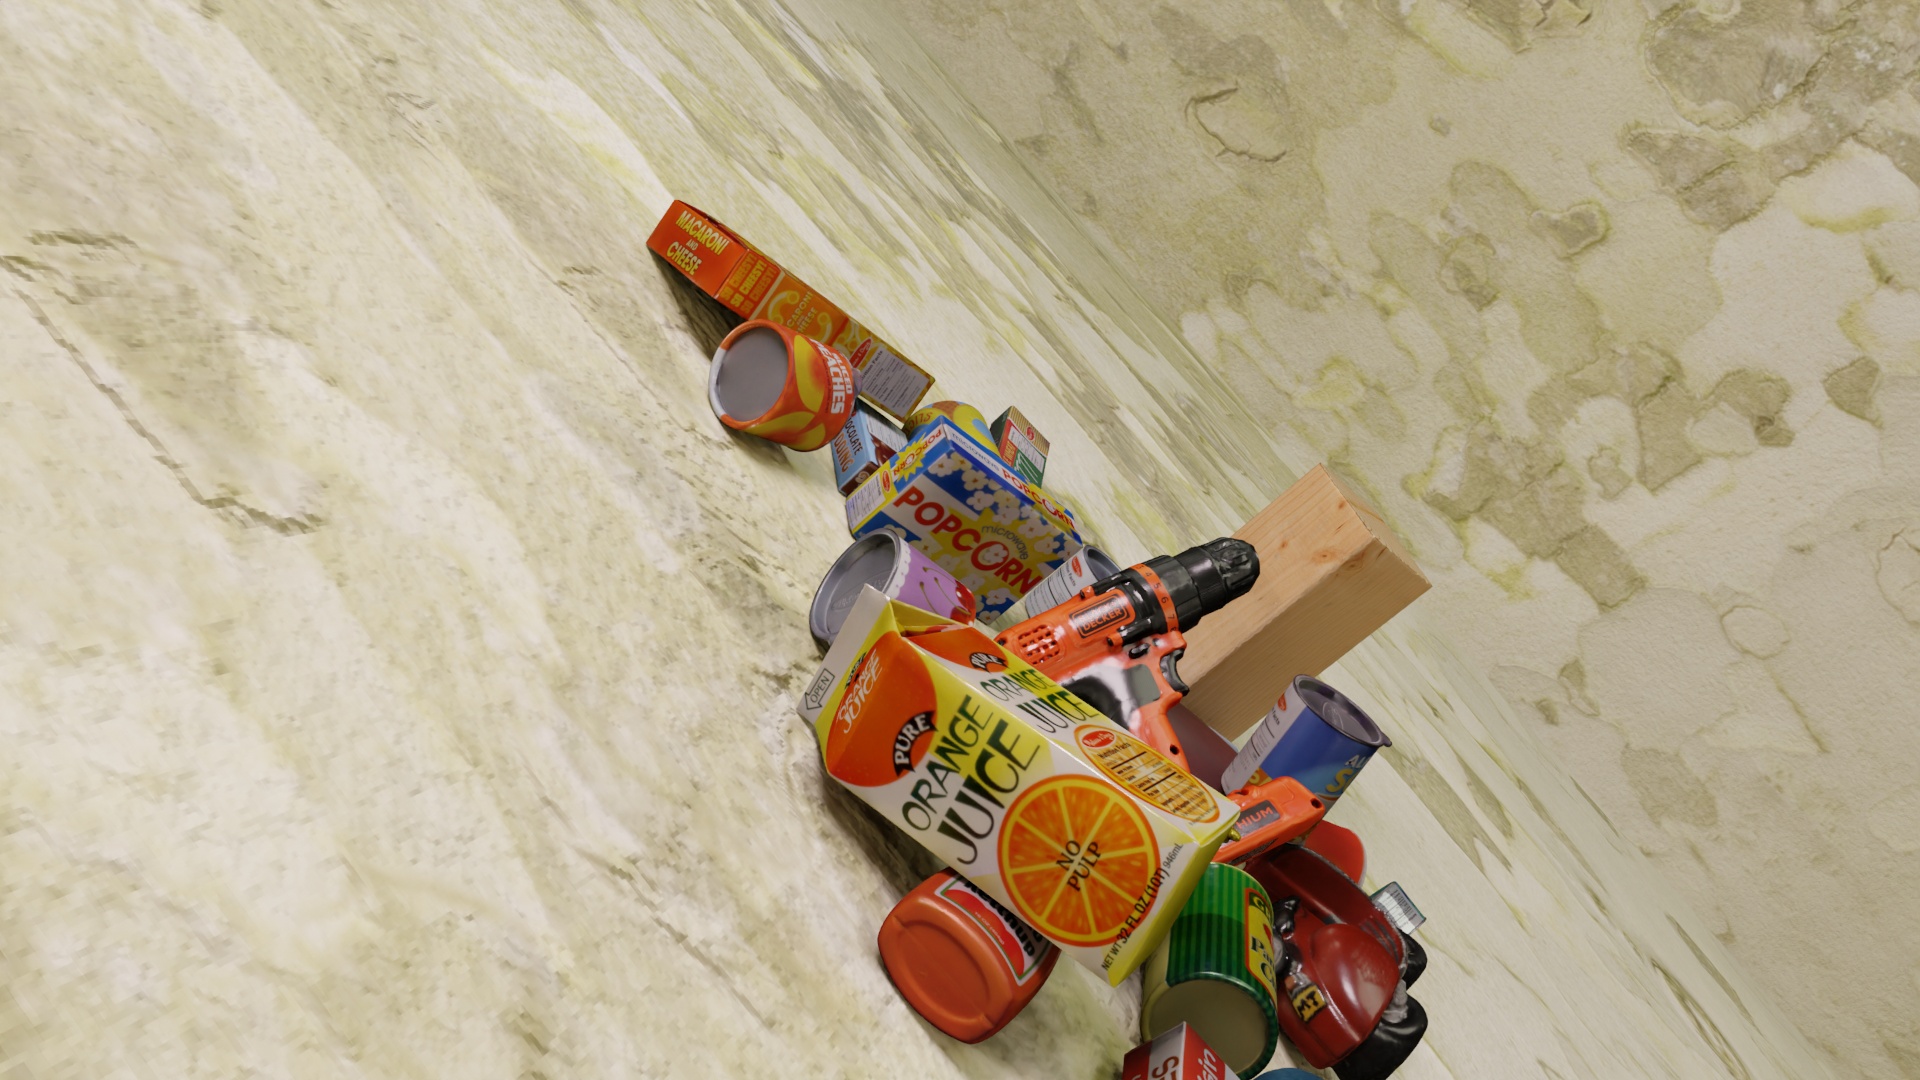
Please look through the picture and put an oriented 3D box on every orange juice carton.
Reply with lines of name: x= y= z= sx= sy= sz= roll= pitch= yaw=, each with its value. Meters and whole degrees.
orange juice carton: x=0.016 y=0.097 z=0.601 sx=0.193 sy=0.071 sz=0.073 roll=33 pitch=13 yaw=21

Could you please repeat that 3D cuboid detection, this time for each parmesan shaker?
parmesan shaker: x=0.127 y=0.221 z=0.705 sx=0.071 sy=0.071 sz=0.103 roll=46 pitch=19 yaw=-5

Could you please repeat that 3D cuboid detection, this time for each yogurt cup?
yogurt cup: x=0.234 y=0.218 z=0.947 sx=0.054 sy=0.072 sz=0.073 roll=31 pitch=23 yaw=-21

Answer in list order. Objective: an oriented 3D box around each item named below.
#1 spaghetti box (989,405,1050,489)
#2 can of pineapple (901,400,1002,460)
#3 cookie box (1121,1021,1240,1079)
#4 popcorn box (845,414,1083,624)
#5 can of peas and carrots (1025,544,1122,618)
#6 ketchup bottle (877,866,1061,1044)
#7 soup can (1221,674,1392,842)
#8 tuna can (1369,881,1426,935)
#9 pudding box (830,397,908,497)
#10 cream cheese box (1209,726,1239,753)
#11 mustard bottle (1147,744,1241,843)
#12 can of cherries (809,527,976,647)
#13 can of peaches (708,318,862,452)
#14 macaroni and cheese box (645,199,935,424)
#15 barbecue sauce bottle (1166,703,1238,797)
spaghetti box: x=0.039 y=-0.052 z=1.105 sx=0.050 sy=0.028 sz=0.251 roll=45 pitch=19 yaw=-10
can of pineapple: x=-0.007 y=-0.055 z=0.953 sx=0.071 sy=0.071 sz=0.058 roll=34 pitch=23 yaw=-36
cookie box: x=0.131 y=0.306 z=0.584 sx=0.167 sy=0.040 sz=0.123 roll=47 pitch=19 yaw=-5
popcorn box: x=0.003 y=-0.011 z=0.858 sx=0.126 sy=0.085 sz=0.038 roll=35 pitch=23 yaw=-35
can of peas and carrots: x=0.090 y=0.048 z=0.972 sx=0.071 sy=0.058 sz=0.071 roll=42 pitch=20 yaw=-19
ketchup bottle: x=0.020 y=0.165 z=0.611 sx=0.065 sy=0.043 sz=0.149 roll=45 pitch=17 yaw=14
soup can: x=0.216 y=0.139 z=0.871 sx=0.071 sy=0.083 sz=0.071 roll=28 pitch=20 yaw=-11
tuna can: x=0.282 y=0.266 z=0.954 sx=0.033 sy=0.071 sz=0.071 roll=54 pitch=19 yaw=18
pudding box: x=-0.056 y=-0.052 z=0.896 sx=0.049 sy=0.030 sz=0.084 roll=37 pitch=22 yaw=-32
cream cheese box: x=0.167 y=0.149 z=0.994 sx=0.103 sy=0.024 sz=0.053 roll=37 pitch=22 yaw=-28
mustard bottle: x=0.059 y=0.115 z=0.674 sx=0.160 sy=0.065 sz=0.049 roll=21 pitch=7 yaw=16
can of cherries: x=-0.035 y=0.039 z=0.713 sx=0.058 sy=0.071 sz=0.072 roll=39 pitch=21 yaw=-29
can of peaches: x=-0.102 y=-0.091 z=0.809 sx=0.058 sy=0.071 sz=0.071 roll=18 pitch=35 yaw=-54
macaroni and cheese box: x=-0.110 y=-0.150 z=0.904 sx=0.166 sy=0.040 sz=0.124 roll=31 pitch=6 yaw=-41
barbecue sauce bottle: x=0.123 y=0.124 z=0.910 sx=0.148 sy=0.043 sz=0.065 roll=42 pitch=44 yaw=-12
